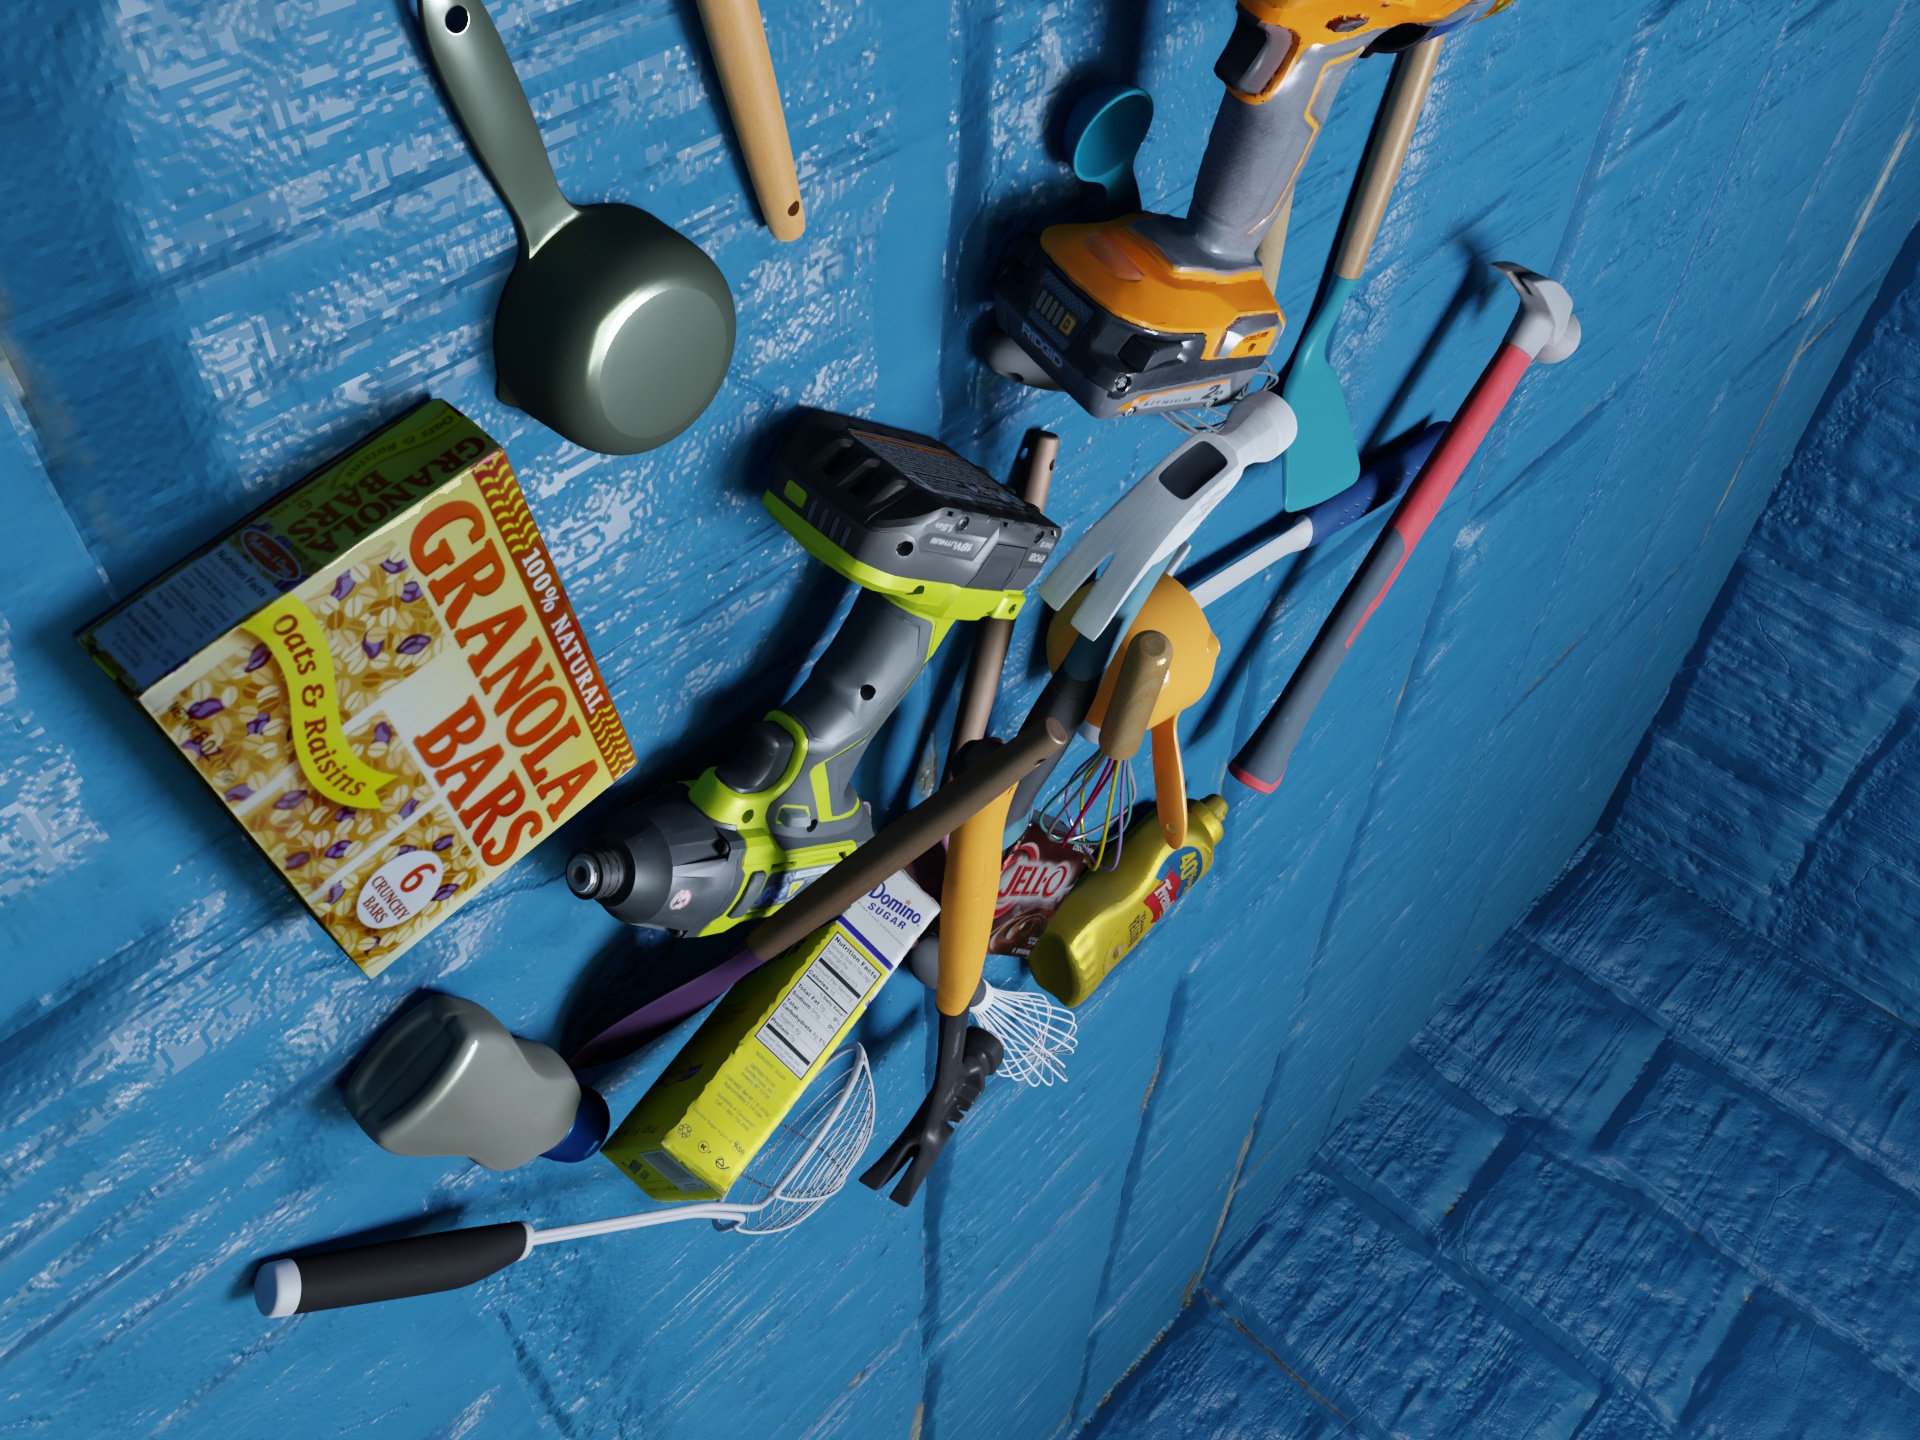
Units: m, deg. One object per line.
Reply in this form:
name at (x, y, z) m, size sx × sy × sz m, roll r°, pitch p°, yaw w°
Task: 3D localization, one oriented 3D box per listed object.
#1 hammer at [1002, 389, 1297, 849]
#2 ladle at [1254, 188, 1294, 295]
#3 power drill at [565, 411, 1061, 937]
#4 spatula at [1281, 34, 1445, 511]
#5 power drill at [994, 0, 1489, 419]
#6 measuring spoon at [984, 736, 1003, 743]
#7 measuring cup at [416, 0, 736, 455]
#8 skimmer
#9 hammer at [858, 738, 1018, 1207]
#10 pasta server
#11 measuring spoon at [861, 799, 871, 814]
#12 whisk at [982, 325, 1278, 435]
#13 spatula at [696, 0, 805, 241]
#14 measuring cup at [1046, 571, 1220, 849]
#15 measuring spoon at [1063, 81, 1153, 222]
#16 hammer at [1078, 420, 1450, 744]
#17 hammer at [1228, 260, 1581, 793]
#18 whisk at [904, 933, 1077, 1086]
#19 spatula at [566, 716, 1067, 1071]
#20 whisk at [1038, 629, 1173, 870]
hammer at (0.060, -0.023, 0.796) m, size 0.128 × 0.033 × 0.330 m, roll -39°, pitch 165°, yaw -32°
ladle at (0.140, -0.294, 0.715) m, size 0.078 × 0.062 × 0.320 m, roll -46°, pitch 159°, yaw -17°
power drill at (-0.064, -0.009, 0.668) m, size 0.171 × 0.080 × 0.223 m, roll -2°, pitch 127°, yaw -59°
spatula at (0.232, -0.268, 0.881) m, size 0.082 × 0.044 × 0.317 m, roll -25°, pitch 141°, yaw -39°
power drill at (0.103, -0.228, 0.609) m, size 0.164 × 0.084 × 0.226 m, roll -17°, pitch 148°, yaw -45°
measuring spoon at (-0.007, 0.056, 0.914) m, size 0.117 × 0.011 × 0.021 m, roll -61°, pitch 161°, yaw 21°
measuring cup at (-0.112, -0.142, 0.468) m, size 0.083 × 0.038 × 0.167 m, roll -46°, pitch 155°, yaw -16°
skimmer at (-0.180, 0.226, 0.802) m, size 0.363 × 0.090 × 0.127 m, roll 7°, pitch 136°, yaw -49°
hammer at (-0.004, 0.139, 0.880) m, size 0.127 × 0.034 × 0.336 m, roll -50°, pitch 157°, yaw -39°
pasta server at (-0.001, -0.003, 0.829) m, size 0.060 × 0.040 × 0.316 m, roll -39°, pitch 148°, yaw -58°
measuring spoon at (-0.059, 0.074, 0.848) m, size 0.034 × 0.018 × 0.124 m, roll -58°, pitch 163°, yaw -22°
whisk at (0.087, -0.165, 0.765) m, size 0.239 × 0.055 × 0.055 m, roll -6°, pitch 127°, yaw -52°
spatula at (-0.082, -0.250, 0.413) m, size 0.081 × 0.041 × 0.322 m, roll -46°, pitch 157°, yaw -17°
measuring cup at (0.096, 0.002, 0.885) m, size 0.052 × 0.095 × 0.173 m, roll -27°, pitch 115°, yaw -39°
measuring spoon at (0.063, -0.230, 0.686) m, size 0.042 × 0.021 × 0.128 m, roll -39°, pitch 161°, yaw -3°
hammer at (0.220, -0.124, 1.041) m, size 0.405 × 0.035 × 0.144 m, roll -31°, pitch 146°, yaw -38°
hammer at (0.289, -0.120, 1.076) m, size 0.143 × 0.038 × 0.386 m, roll 6°, pitch 116°, yaw -59°
whisk at (0.021, 0.192, 1.073) m, size 0.070 × 0.070 × 0.284 m, roll -50°, pitch 149°, yaw -7°
spatula at (-0.072, 0.086, 0.686) m, size 0.316 × 0.018 × 0.059 m, roll -37°, pitch 161°, yaw 30°
whisk at (0.077, 0.017, 0.830) m, size 0.244 × 0.051 × 0.047 m, roll 98°, pitch 15°, yaw -63°
